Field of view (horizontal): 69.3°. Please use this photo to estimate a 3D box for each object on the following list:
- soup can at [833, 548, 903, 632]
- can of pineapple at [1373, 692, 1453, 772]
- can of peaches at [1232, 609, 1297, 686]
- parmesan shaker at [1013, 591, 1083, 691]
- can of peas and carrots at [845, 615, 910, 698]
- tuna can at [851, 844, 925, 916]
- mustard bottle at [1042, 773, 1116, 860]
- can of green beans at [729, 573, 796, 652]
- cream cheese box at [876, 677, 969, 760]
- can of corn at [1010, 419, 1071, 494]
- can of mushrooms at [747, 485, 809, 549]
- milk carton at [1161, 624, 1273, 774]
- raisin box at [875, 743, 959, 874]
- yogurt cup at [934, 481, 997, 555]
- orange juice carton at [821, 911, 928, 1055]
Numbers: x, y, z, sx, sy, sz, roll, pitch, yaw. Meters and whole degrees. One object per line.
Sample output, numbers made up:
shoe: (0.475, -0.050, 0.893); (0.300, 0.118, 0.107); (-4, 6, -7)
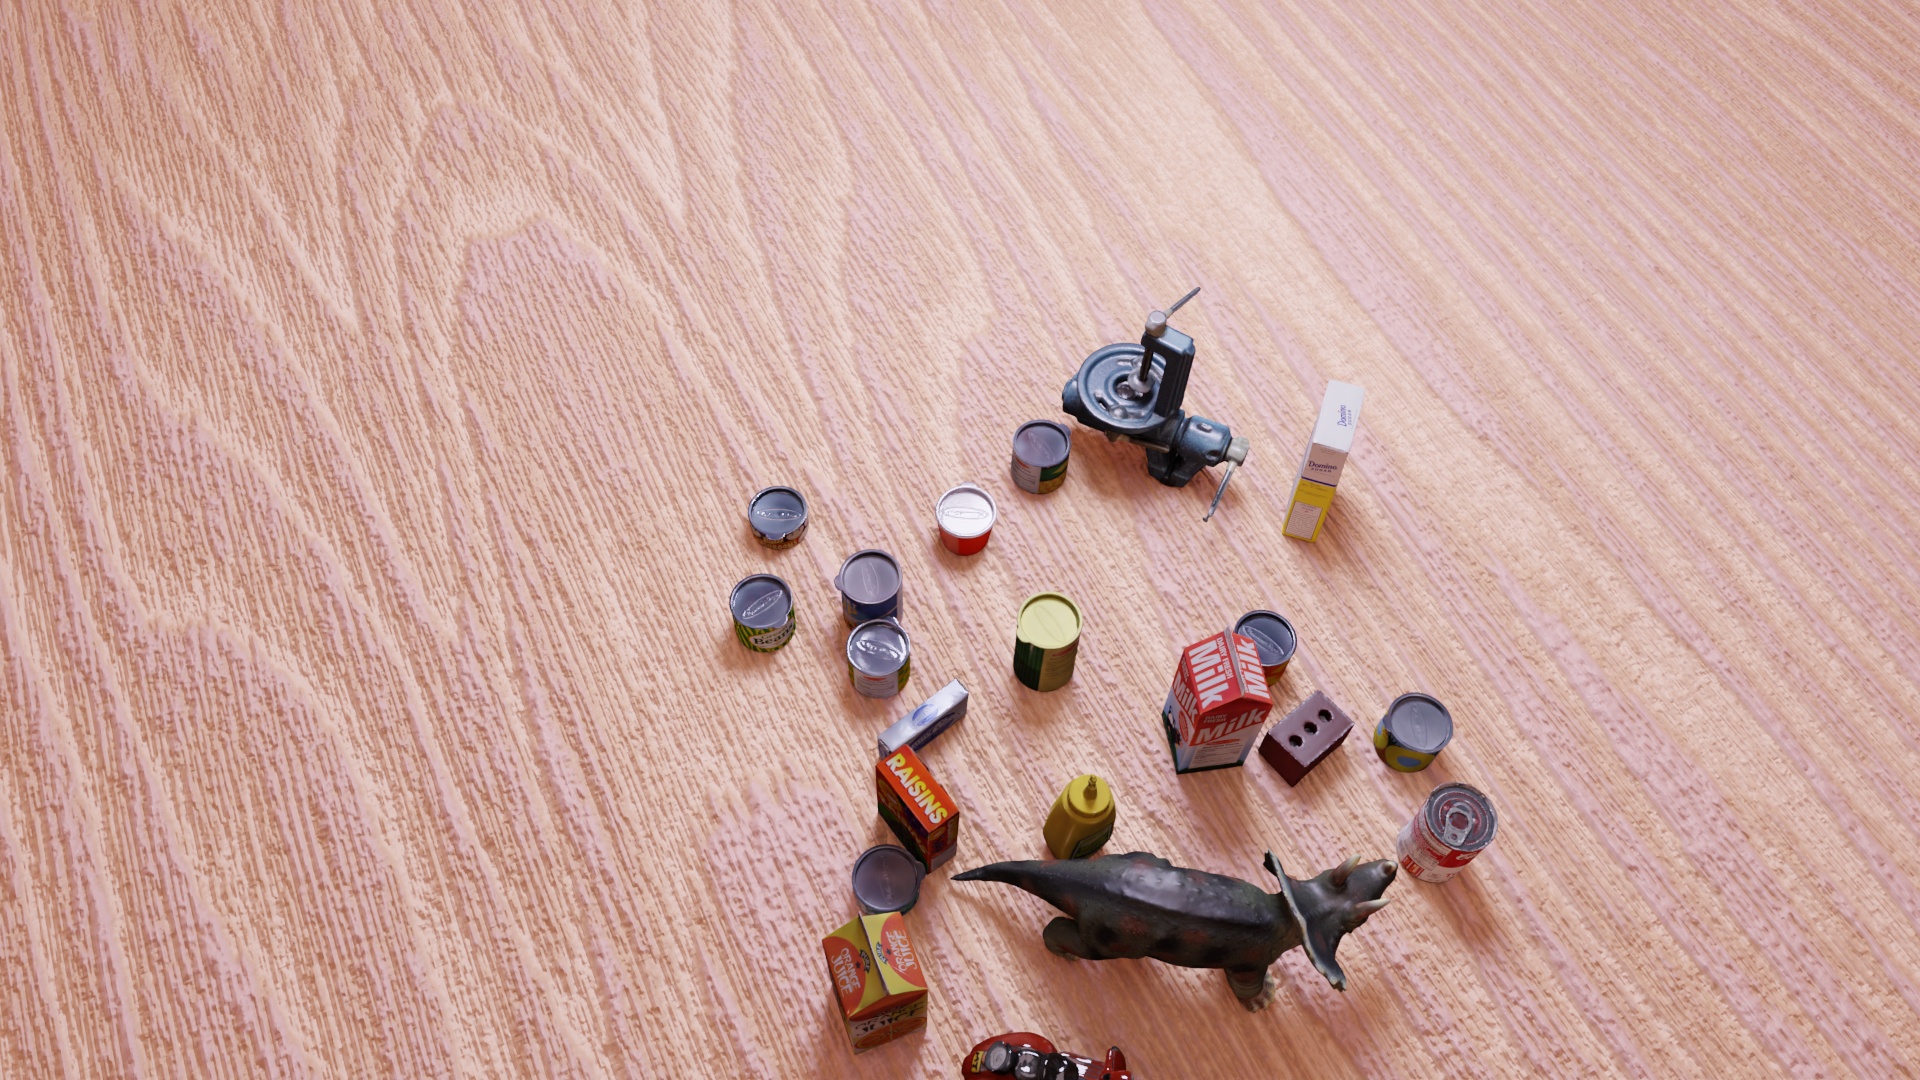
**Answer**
soup can: (-0.096, 0.058, 1.469); (0.071, 0.083, 0.071); (1, 58, -1)
can of pineapple: (0.459, 0.196, 1.417); (0.071, 0.057, 0.071); (1, 58, -1)
can of peaches: (0.313, 0.117, 1.461); (0.071, 0.057, 0.071); (1, 58, -1)
parmesan shaker: (0.086, 0.107, 1.434); (0.071, 0.102, 0.071); (1, 59, -1)
can of peas and carrots: (-0.084, 0.121, 1.445); (0.071, 0.058, 0.071); (1, 58, -1)
tuna can: (-0.068, 0.328, 1.333); (0.071, 0.032, 0.071); (1, 58, -1)
mustard bottle: (0.115, 0.257, 1.308); (0.065, 0.159, 0.049); (-27, 63, -17)
can of green beans: (-0.208, 0.077, 1.469); (0.071, 0.057, 0.071); (1, 58, -1)
cream cheese box: (-0.037, 0.187, 1.409); (0.104, 0.053, 0.024); (-35, 66, -21)
can of corn: (0.093, -0.096, 1.585); (0.071, 0.058, 0.071); (1, 58, -1)
can of mushrooms: (-0.203, -0.023, 1.545); (0.071, 0.033, 0.071); (1, 58, -1)
milk carton: (0.252, 0.156, 1.357); (0.073, 0.189, 0.072); (-6, 59, -6)
raisin box: (-0.041, 0.257, 1.324); (0.040, 0.122, 0.086); (-32, 65, -19)
yogurt cup: (0.005, -0.019, 1.538); (0.072, 0.053, 0.073); (1, 58, -1)
orange juice carton: (-0.073, 0.381, 1.206); (0.073, 0.191, 0.072); (-17, 61, -12)
